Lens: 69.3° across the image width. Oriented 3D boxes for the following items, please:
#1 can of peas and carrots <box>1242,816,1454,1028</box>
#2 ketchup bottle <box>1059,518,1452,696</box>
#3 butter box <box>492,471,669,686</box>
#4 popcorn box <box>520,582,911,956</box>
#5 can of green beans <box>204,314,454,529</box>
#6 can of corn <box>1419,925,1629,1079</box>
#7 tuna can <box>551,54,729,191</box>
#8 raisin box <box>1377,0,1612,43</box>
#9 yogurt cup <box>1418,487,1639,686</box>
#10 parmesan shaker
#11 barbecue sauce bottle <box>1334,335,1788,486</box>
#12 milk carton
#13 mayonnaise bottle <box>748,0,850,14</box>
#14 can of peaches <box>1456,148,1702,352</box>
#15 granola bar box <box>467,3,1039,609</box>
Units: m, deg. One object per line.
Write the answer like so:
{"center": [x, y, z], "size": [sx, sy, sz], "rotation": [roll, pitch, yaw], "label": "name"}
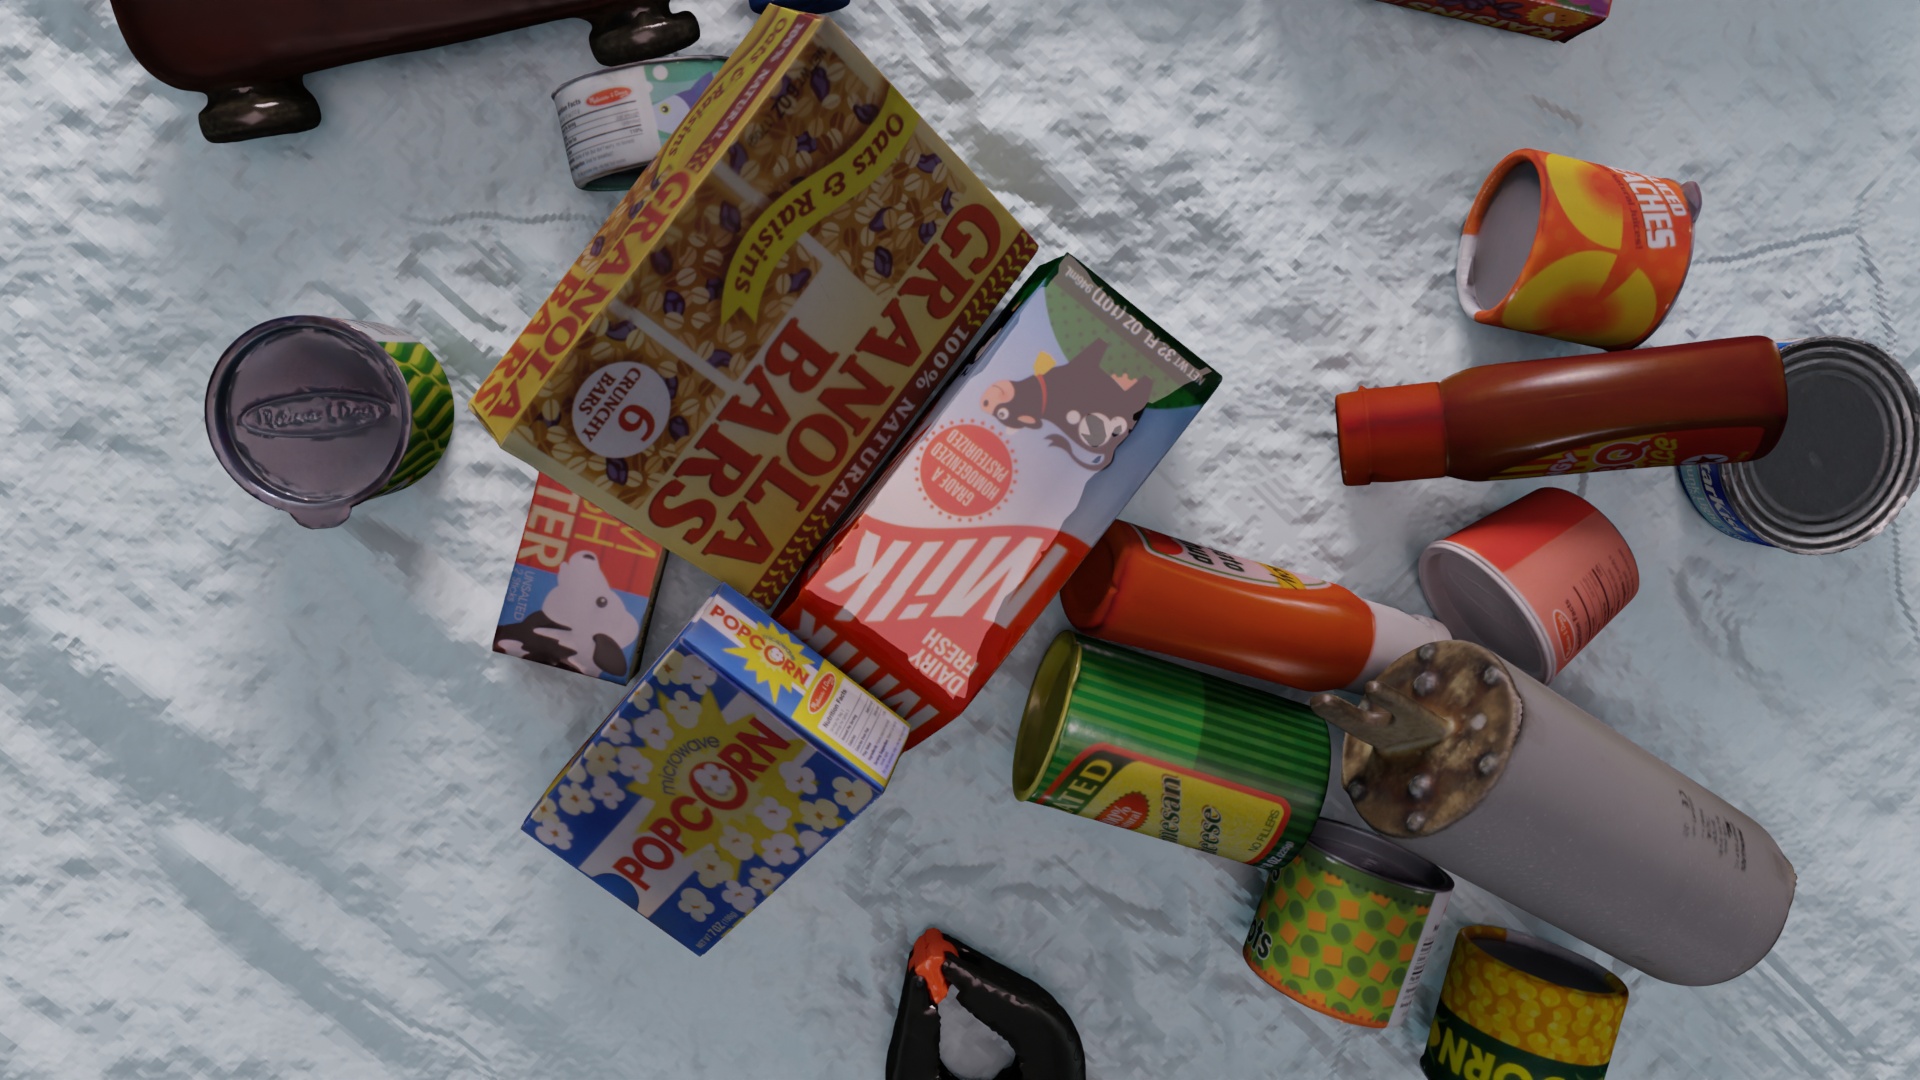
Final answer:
{"center": [0.148, 0.146, 0.541], "size": [0.071, 0.071, 0.058], "rotation": [17, 96, -7], "label": "can of peas and carrots"}
{"center": [0.115, 0.031, 0.528], "size": [0.149, 0.065, 0.043], "rotation": [16, 98, -16], "label": "ketchup bottle"}
{"center": [-0.134, -0.003, 0.517], "size": [0.053, 0.024, 0.103], "rotation": [15, 95, -8], "label": "butter box"}
{"center": [-0.088, 0.085, 0.496], "size": [0.085, 0.038, 0.126], "rotation": [38, 123, -9], "label": "popcorn box"}
{"center": [-0.218, -0.045, 0.486], "size": [0.071, 0.058, 0.071], "rotation": [-1, 97, -6], "label": "can of green beans"}
{"center": [0.223, 0.193, 0.551], "size": [0.071, 0.071, 0.058], "rotation": [13, 95, -7], "label": "can of corn"}
{"center": [-0.104, -0.144, 0.484], "size": [0.071, 0.071, 0.032], "rotation": [-12, 99, -4], "label": "tuna can"}
{"center": [0.182, -0.242, 0.512], "size": [0.123, 0.040, 0.086], "rotation": [10, 95, -5], "label": "raisin box"}
{"center": [0.220, 0.016, 0.534], "size": [0.054, 0.072, 0.072], "rotation": [-34, 99, -9], "label": "yogurt cup"}
{"center": [0.079, 0.078, 0.523], "size": [0.103, 0.071, 0.071], "rotation": [17, 95, -7], "label": "parmesan shaker"}
{"center": [0.217, -0.045, 0.517], "size": [0.148, 0.065, 0.044], "rotation": [-5, 79, 14], "label": "barbecue sauce bottle"}
{"center": [0.002, -0.006, 0.505], "size": [0.072, 0.073, 0.190], "rotation": [37, 92, -8], "label": "milk carton"}
{"center": [-0.062, -0.260, 0.477], "size": [0.041, 0.065, 0.147], "rotation": [-12, 103, -32], "label": "mayonnaise bottle"}
{"center": [0.227, -0.109, 0.516], "size": [0.058, 0.071, 0.071], "rotation": [10, 96, -6], "label": "can of peaches"}
{"center": [-0.065, -0.074, 0.474], "size": [0.165, 0.039, 0.124], "rotation": [-53, 133, -1], "label": "granola bar box"}
